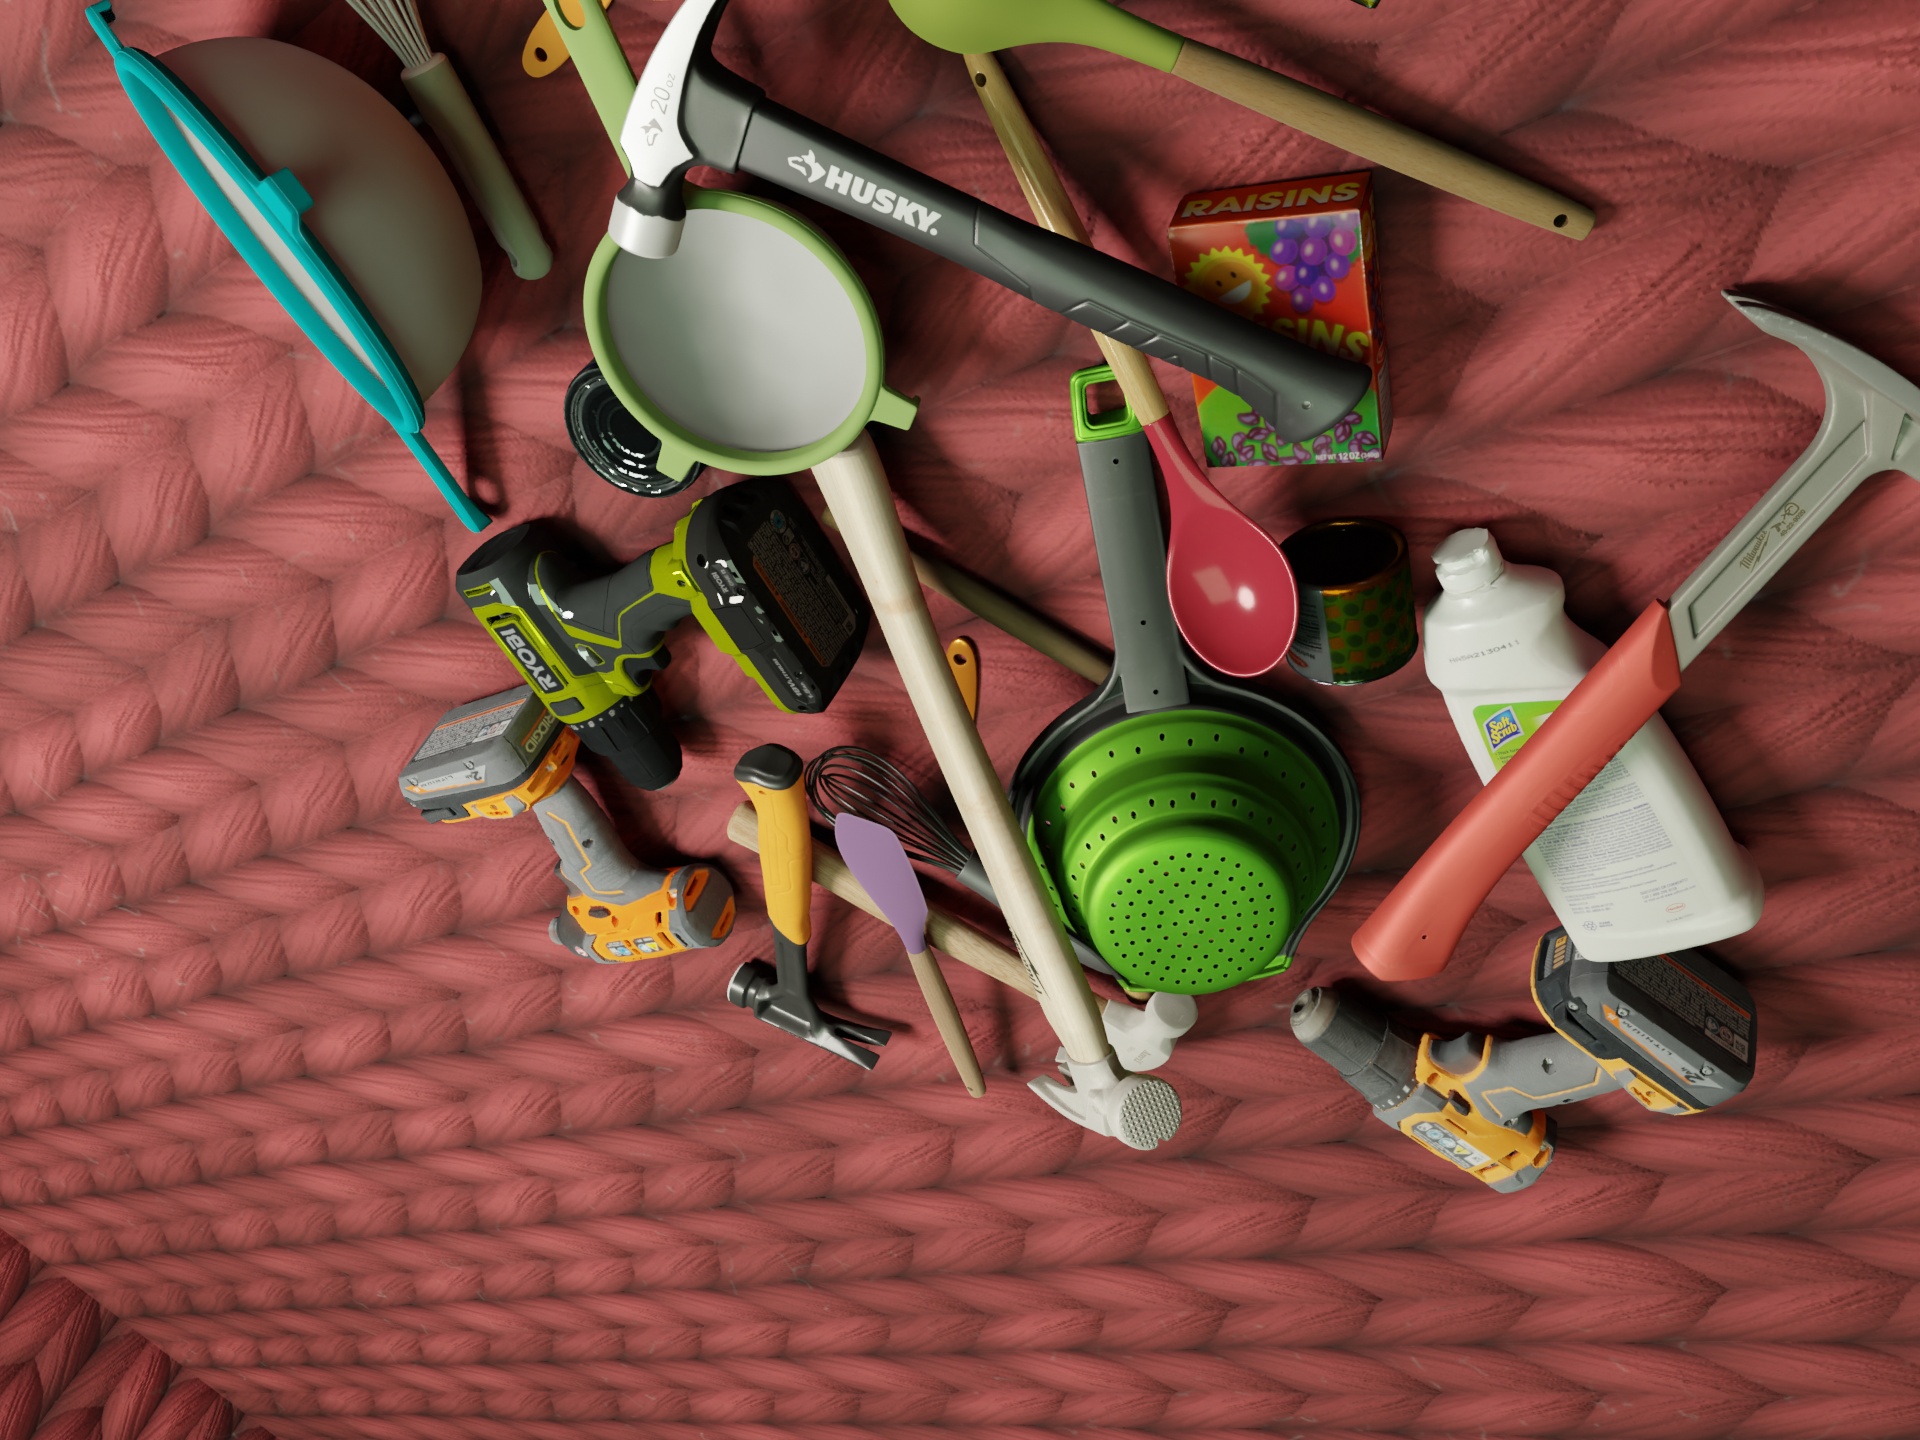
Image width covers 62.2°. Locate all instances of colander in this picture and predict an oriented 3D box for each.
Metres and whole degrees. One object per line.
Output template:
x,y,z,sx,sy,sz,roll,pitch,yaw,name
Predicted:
0.107,0.013,0.839,0.204,0.095,0.396,-9,119,9,colander

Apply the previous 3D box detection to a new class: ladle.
0.078,-0.162,0.737,0.069,0.031,0.315,-16,109,39,ladle
0.115,-0.270,0.660,0.320,0.062,0.078,21,132,-4,ladle

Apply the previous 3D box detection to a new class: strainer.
-0.296,-0.224,0.842,0.211,0.095,0.340,42,165,26,strainer
-0.122,-0.241,0.758,0.151,0.069,0.256,-9,126,24,strainer

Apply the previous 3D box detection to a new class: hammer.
0.004,0.035,0.874,0.410,0.038,0.146,67,162,-4,hammer
0.021,-0.207,0.680,0.334,0.035,0.146,23,128,-4,hammer
-0.109,0.129,1.068,0.127,0.034,0.336,22,145,14,hammer
-0.008,0.144,1.071,0.331,0.031,0.130,28,148,4,hammer
0.295,-0.013,0.738,0.149,0.037,0.359,31,118,-7,hammer

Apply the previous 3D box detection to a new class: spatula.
-0.025,0.165,1.066,0.060,0.018,0.315,16,143,31,spatula

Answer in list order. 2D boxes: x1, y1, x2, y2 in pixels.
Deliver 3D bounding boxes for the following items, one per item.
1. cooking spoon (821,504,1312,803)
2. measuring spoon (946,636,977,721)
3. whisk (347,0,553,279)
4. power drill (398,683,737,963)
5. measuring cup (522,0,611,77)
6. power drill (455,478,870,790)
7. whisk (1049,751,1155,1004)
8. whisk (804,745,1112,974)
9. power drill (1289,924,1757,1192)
0.062,-0.039,0.899,0.319,0.017,0.068,30,129,-5,cooking spoon
-0.002,-0.003,0.963,0.021,0.011,0.116,13,134,12,measuring spoon
-0.265,-0.323,0.768,0.058,0.059,0.246,36,158,49,whisk
-0.284,0.088,1.125,0.164,0.084,0.226,-14,127,34,power drill
-0.158,-0.336,0.702,0.095,0.052,0.173,44,130,-17,measuring cup
-0.173,-0.045,0.958,0.228,0.080,0.190,-11,124,34,power drill
0.096,0.097,0.994,0.051,0.047,0.244,11,139,31,whisk
0.005,0.090,1.003,0.239,0.055,0.055,33,135,1,whisk
0.324,0.190,0.951,0.185,0.084,0.226,34,139,-6,power drill
